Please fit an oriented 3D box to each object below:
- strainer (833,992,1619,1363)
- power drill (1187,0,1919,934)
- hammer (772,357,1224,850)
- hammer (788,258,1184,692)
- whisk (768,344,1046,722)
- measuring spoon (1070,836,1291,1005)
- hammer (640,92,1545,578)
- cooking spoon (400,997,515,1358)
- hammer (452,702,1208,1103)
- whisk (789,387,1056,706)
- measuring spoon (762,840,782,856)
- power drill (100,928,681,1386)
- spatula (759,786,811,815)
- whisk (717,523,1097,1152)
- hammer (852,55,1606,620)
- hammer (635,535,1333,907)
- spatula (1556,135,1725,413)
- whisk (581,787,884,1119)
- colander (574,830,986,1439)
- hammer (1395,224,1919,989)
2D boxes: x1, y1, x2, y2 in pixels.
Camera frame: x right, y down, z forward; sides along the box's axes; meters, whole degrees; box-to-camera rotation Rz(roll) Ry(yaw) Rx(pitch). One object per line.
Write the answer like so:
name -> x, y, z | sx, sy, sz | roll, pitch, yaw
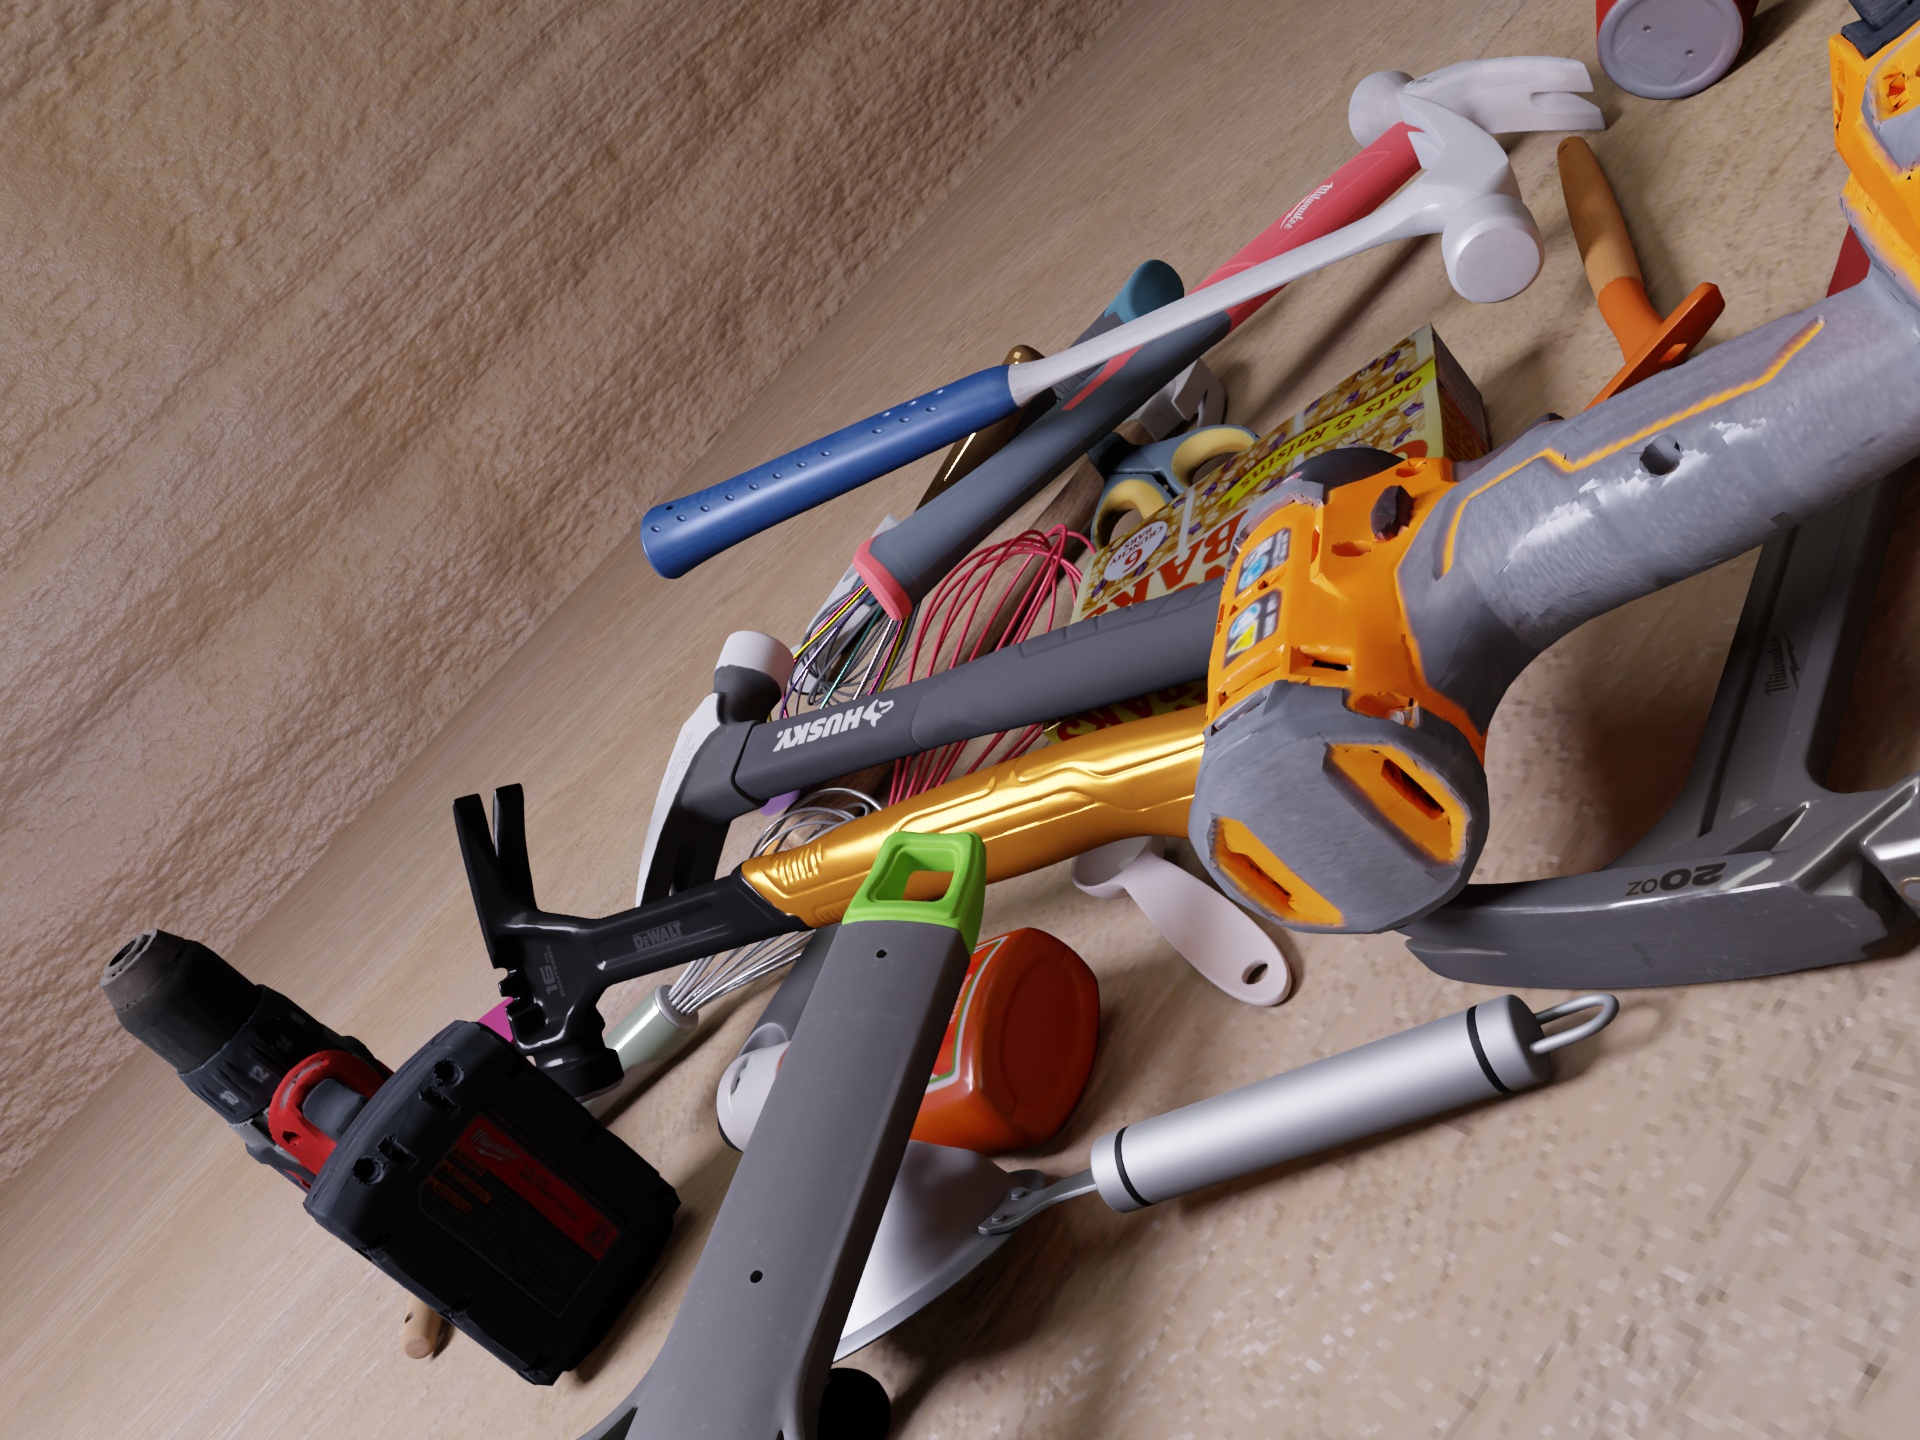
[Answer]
strainer -> 0.033, 0.108, 0.385 | 0.258, 0.050, 0.087 | -28, 1, 29
power drill -> 0.148, -0.065, 0.343 | 0.226, 0.084, 0.164 | -38, 19, 34
hammer -> 0.022, -0.063, 0.795 | 0.331, 0.031, 0.130 | -51, 19, -16
hammer -> 0.009, -0.140, 0.916 | 0.331, 0.033, 0.128 | -41, 15, 40
whisk -> -0.029, -0.079, 0.793 | 0.245, 0.047, 0.051 | -57, -7, 22
measuring spoon -> 0.068, 0.058, 0.472 | 0.034, 0.018, 0.124 | -46, 25, -1
hammer -> 0.035, -0.152, 0.689 | 0.405, 0.035, 0.144 | -20, 37, 22
cooking spoon -> -0.251, 0.216, 0.807 | 0.069, 0.017, 0.319 | -36, 18, 1
hammer -> -0.045, 0.045, 0.535 | 0.337, 0.127, 0.034 | -19, -3, 34
whisk -> -0.022, -0.087, 0.840 | 0.239, 0.055, 0.055 | -50, 13, 34
measuring spoon -> -0.076, 0.049, 0.806 | 0.117, 0.011, 0.021 | -50, 18, -26
power drill -> -0.230, 0.154, 0.612 | 0.227, 0.187, 0.080 | -4, 43, 51
spatula -> -0.112, 0.035, 0.838 | 0.060, 0.018, 0.316 | -56, 14, -19
whisk -> -0.017, 0.036, 0.632 | 0.073, 0.073, 0.296 | -16, 40, 56
hammer -> 0.112, -0.176, 0.719 | 0.386, 0.038, 0.143 | -41, 31, -10
hammer -> -0.001, -0.002, 0.567 | 0.335, 0.035, 0.146 | -16, 46, 43
spatula -> 0.222, -0.162, 0.557 | 0.081, 0.041, 0.323 | -55, 8, 36
whisk -> -0.117, 0.120, 0.691 | 0.246, 0.059, 0.057 | -44, -19, 15
colander -> -0.068, 0.144, 0.293 | 0.204, 0.094, 0.397 | -1, 42, 22
hammer -> 0.222, -0.085, 0.403 | 0.149, 0.036, 0.359 | -19, 32, 53
